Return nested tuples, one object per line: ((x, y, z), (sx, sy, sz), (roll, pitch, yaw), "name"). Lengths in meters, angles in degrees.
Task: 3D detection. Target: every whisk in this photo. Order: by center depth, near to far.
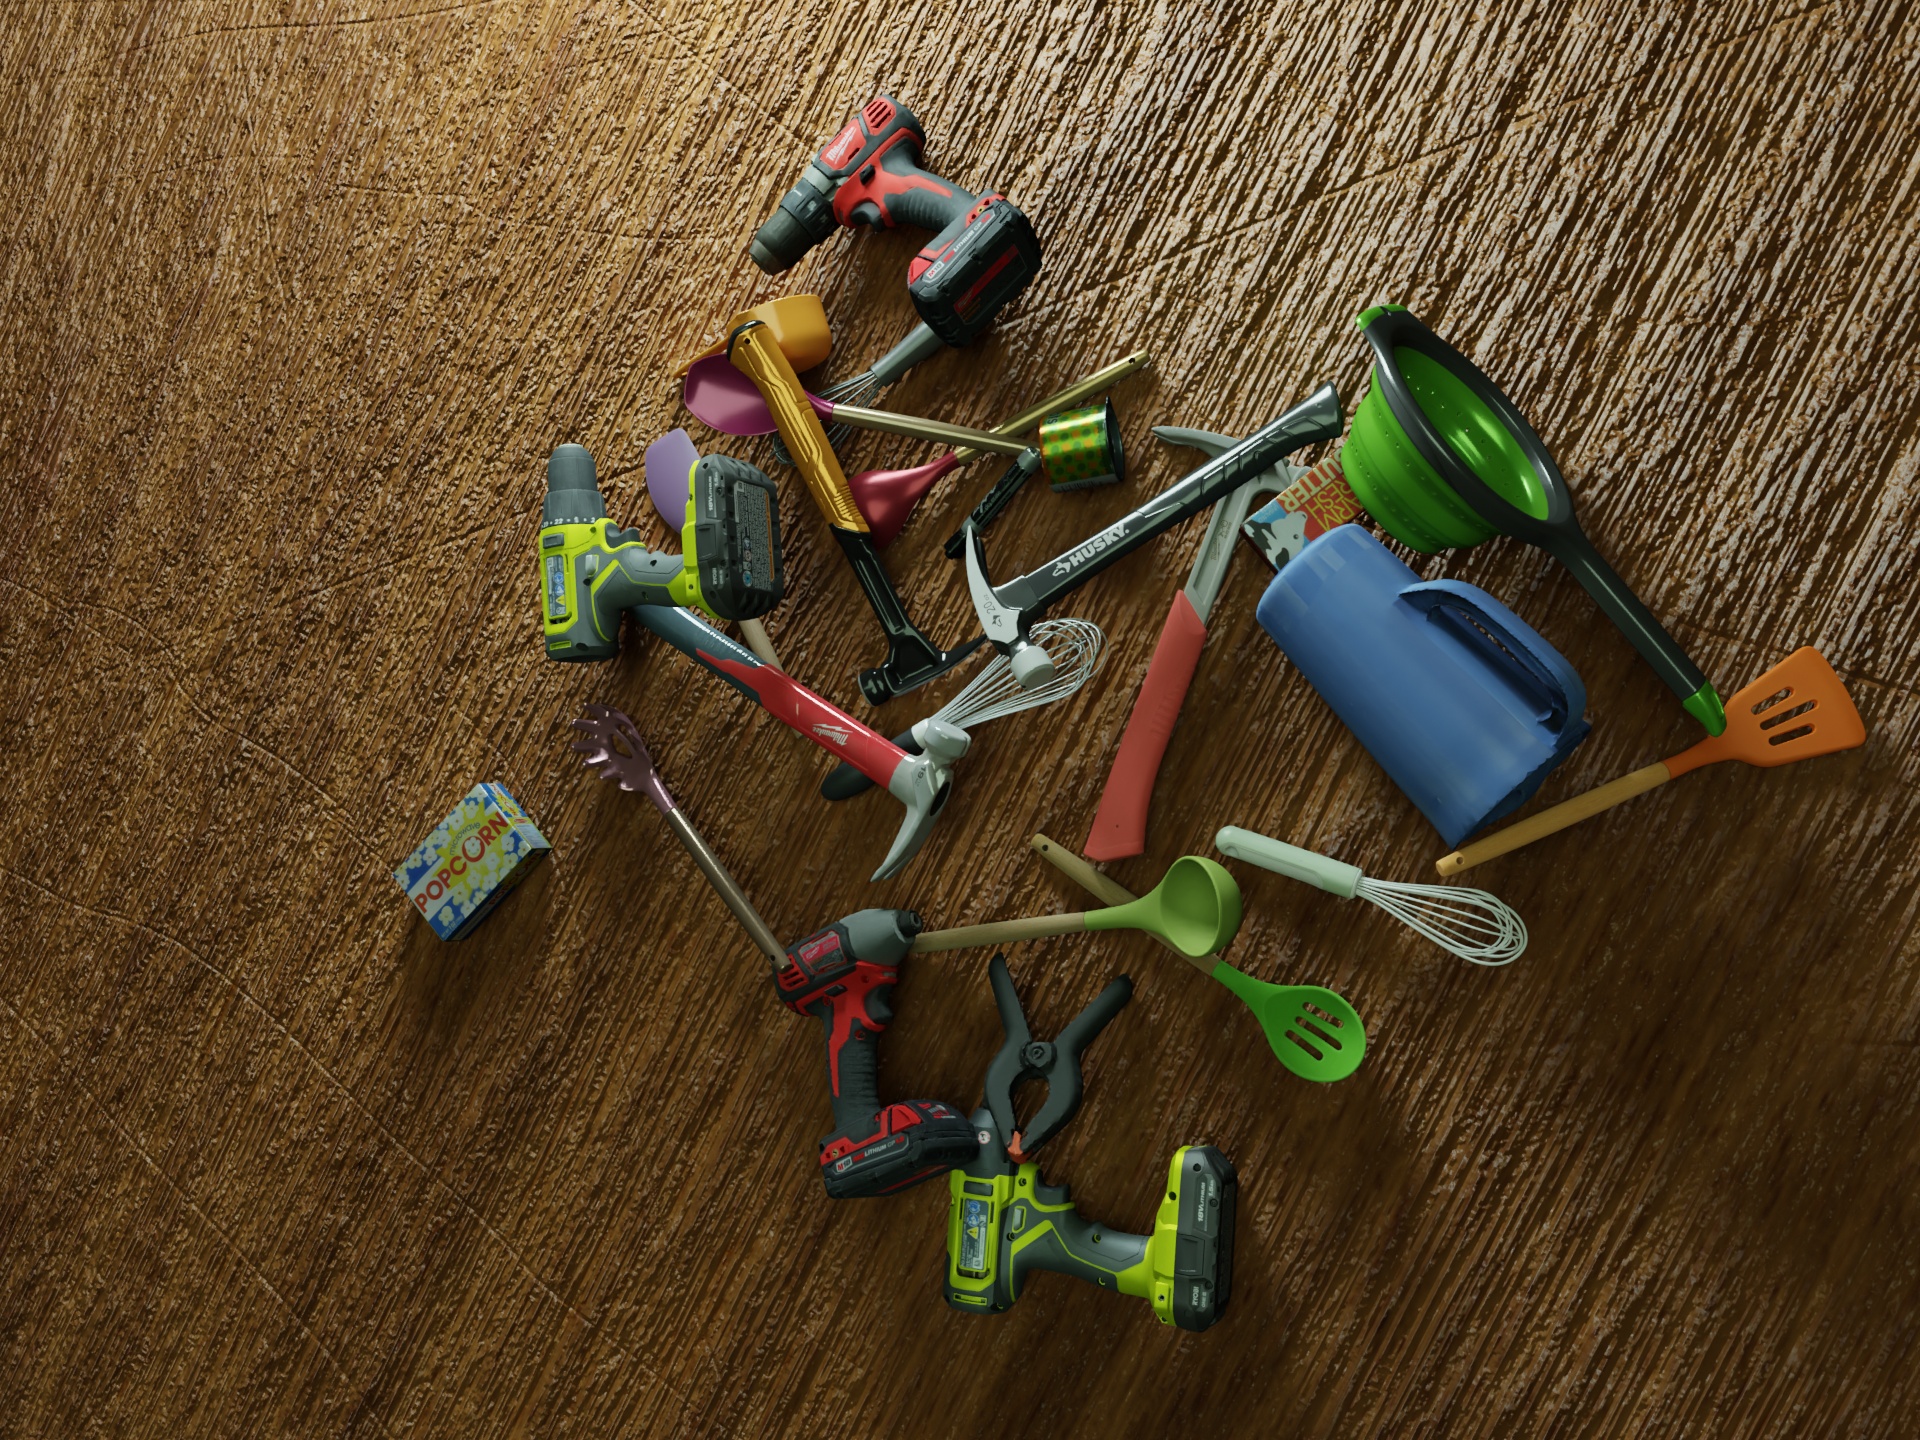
((0.314, 0.130, 1.231), (0.246, 0.057, 0.059), (19, 56, 22), "whisk")
((-0.003, -0.005, 1.334), (0.284, 0.070, 0.070), (-30, 77, 17), "whisk")
((-0.071, -0.301, 1.388), (0.239, 0.055, 0.055), (-37, 76, 7), "whisk")

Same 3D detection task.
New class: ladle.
((0.073, 0.165, 1.279), (0.320, 0.062, 0.078), (-11, 79, 24), "ladle")
((0.021, -0.236, 1.365), (0.315, 0.031, 0.069), (-27, 80, 11), "ladle")

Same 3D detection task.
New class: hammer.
((0.156, -0.168, 1.265), (0.335, 0.035, 0.146), (-32, 61, 6), "hammer")
((0.168, -0.057, 1.297), (0.149, 0.036, 0.359), (21, 91, 18), "hammer")
((-0.097, -0.185, 1.343), (0.127, 0.034, 0.337), (-27, 94, 15), "hammer")
((-0.172, -0.015, 1.373), (0.386, 0.038, 0.143), (32, 103, 24), "hammer")

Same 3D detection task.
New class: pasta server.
((-0.242, 0.100, 1.379), (0.316, 0.040, 0.060), (49, 114, 27), "pasta server")

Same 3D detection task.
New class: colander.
((0.404, -0.129, 1.181), (0.397, 0.204, 0.094), (52, 126, 7), "colander")

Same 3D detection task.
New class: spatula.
((0.496, 0.044, 1.160), (0.322, 0.041, 0.081), (-23, 78, -5), "spatula")
((-0.208, -0.122, 1.426), (0.060, 0.018, 0.316), (-31, 76, 13), "spatula")

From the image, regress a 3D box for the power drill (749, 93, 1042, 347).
((-0.062, -0.415, 1.362), (0.188, 0.080, 0.227), (-45, 63, 1), "power drill")

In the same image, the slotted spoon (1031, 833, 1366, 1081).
((0.185, 0.181, 1.275), (0.314, 0.031, 0.070), (34, 95, 19), "slotted spoon")

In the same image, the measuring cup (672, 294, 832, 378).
((-0.189, -0.320, 1.417), (0.173, 0.095, 0.052), (-20, 90, 34), "measuring cup")

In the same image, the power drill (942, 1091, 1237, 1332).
((0.099, 0.387, 1.256), (0.223, 0.080, 0.171), (2, 81, 20), "power drill")

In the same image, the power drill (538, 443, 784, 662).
((-0.269, -0.156, 1.365), (0.228, 0.080, 0.190), (-6, 85, 29), "power drill")

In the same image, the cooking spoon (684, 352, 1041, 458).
((-0.083, -0.258, 1.356), (0.319, 0.017, 0.068), (12, 102, 7), "cooking spoon")

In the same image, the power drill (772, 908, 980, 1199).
((-0.068, 0.263, 1.292), (0.143, 0.078, 0.220), (-30, 63, 26), "power drill")
